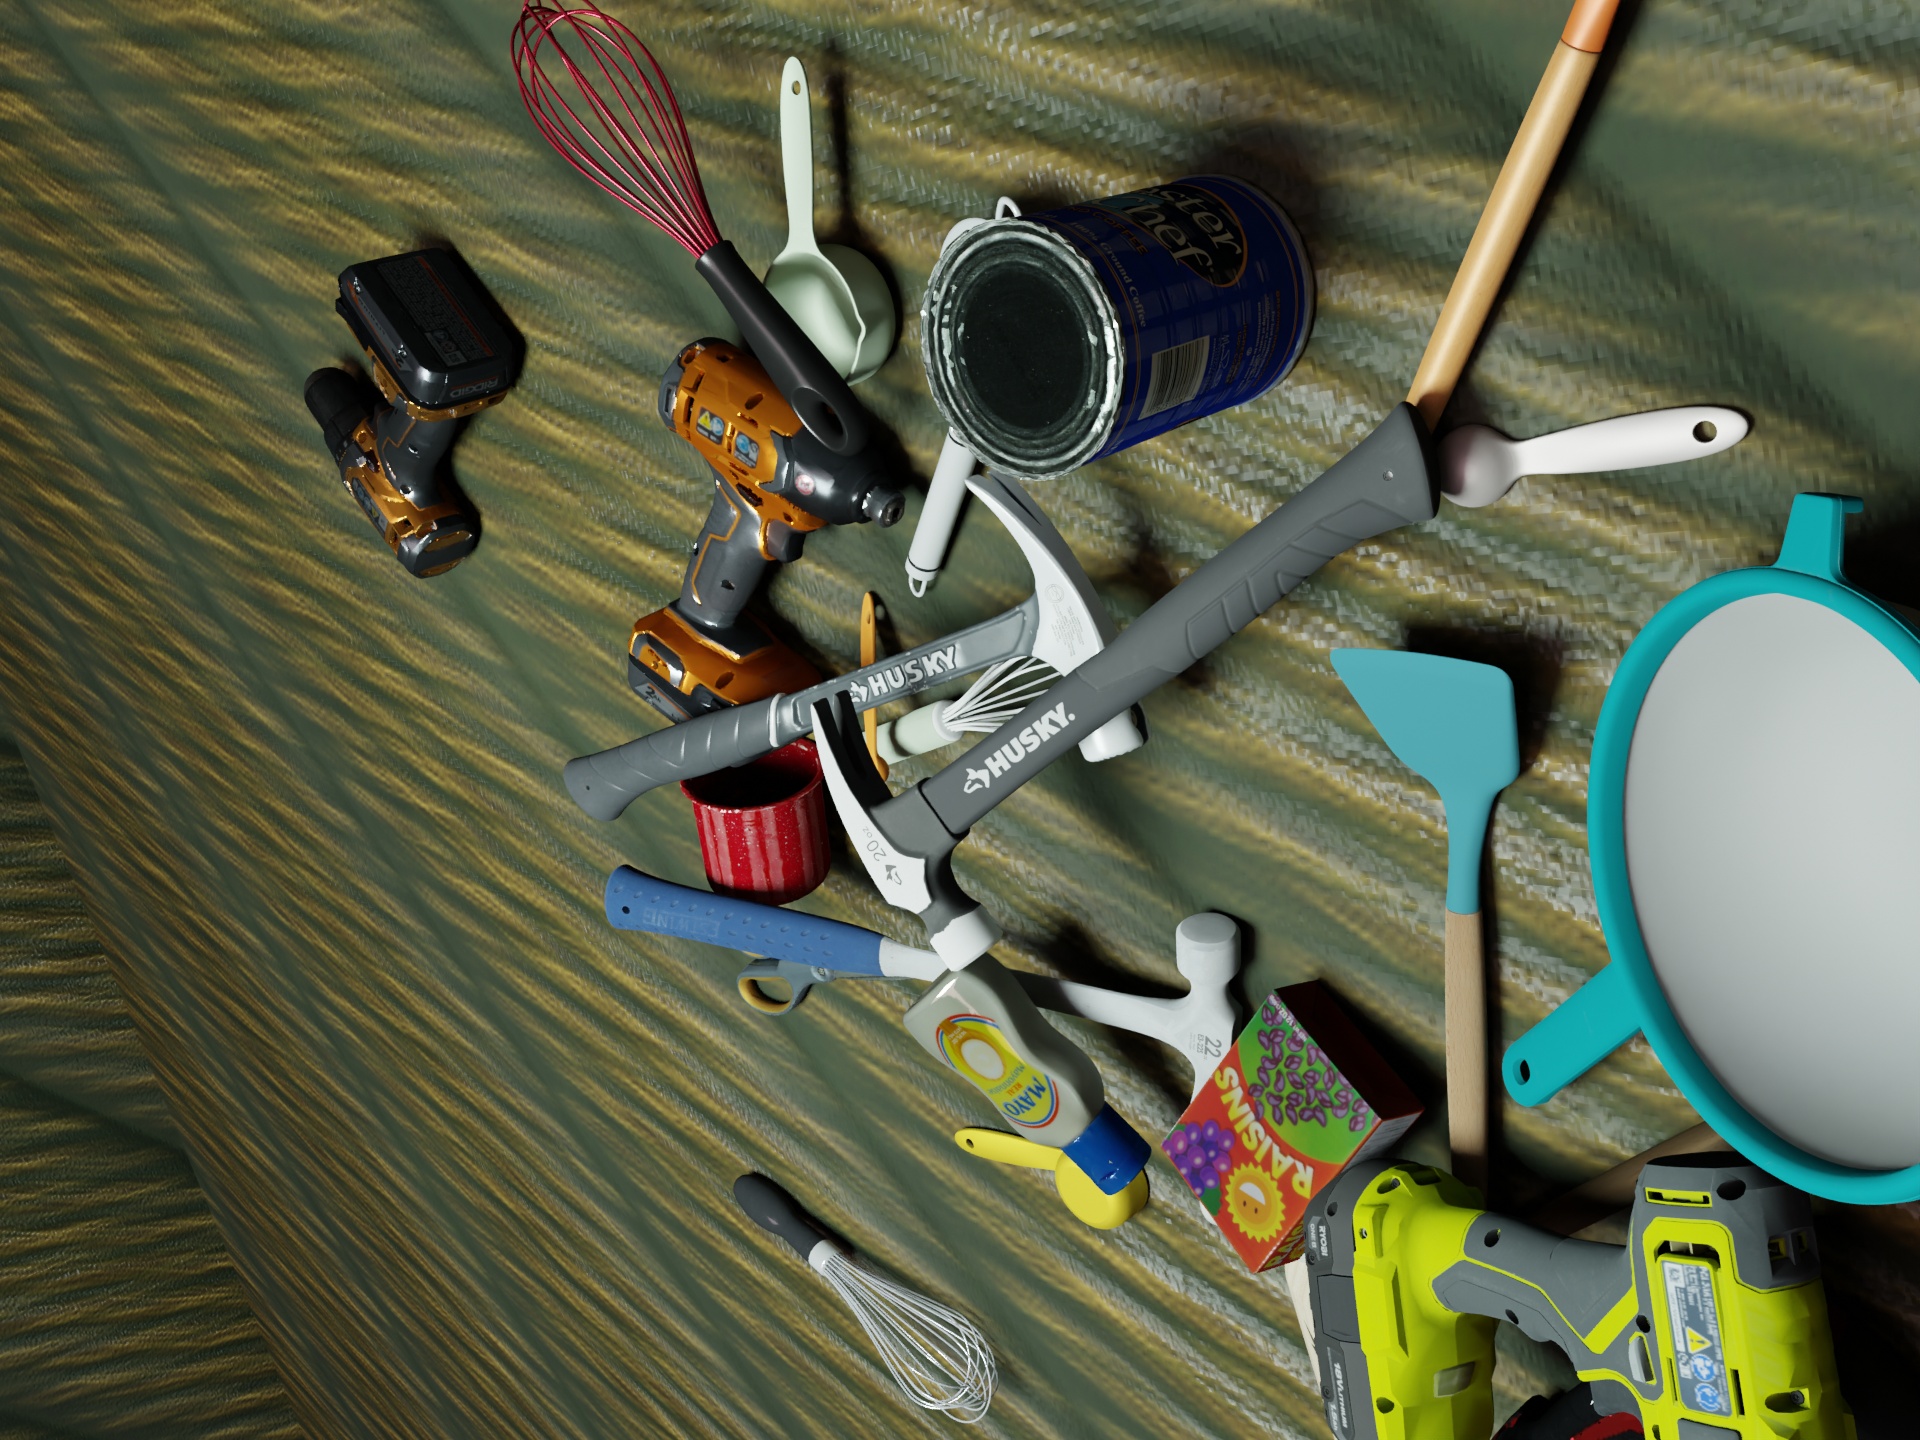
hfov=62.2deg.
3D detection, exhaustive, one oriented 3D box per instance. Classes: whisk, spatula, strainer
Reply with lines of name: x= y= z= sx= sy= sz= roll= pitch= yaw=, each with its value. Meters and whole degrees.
whisk: x=-0.001 y=-0.003 z=0.894 sx=0.246 sy=0.057 sz=0.059 roll=-20 pitch=61 yaw=51
whisk: x=-0.141 y=-0.259 z=0.831 sx=0.296 sy=0.073 sz=0.073 roll=54 pitch=138 yaw=0
spatula: x=0.223 y=0.112 z=0.725 sx=0.082 sy=0.044 sz=0.317 roll=10 pitch=117 yaw=42
spatula: x=0.219 y=-0.222 z=0.577 sx=0.081 sy=0.041 sz=0.322 roll=38 pitch=137 yaw=25
whisk: x=-0.078 y=0.415 z=1.176 sx=0.285 sy=0.070 sz=0.070 roll=27 pitch=128 yaw=39
strainer: x=0.308 y=0.080 z=0.596 sx=0.340 sy=0.095 sz=0.211 roll=100 pitch=161 yaw=-60
strainer: x=0.007 y=-0.155 z=0.806 sx=0.087 sy=0.050 sz=0.258 roll=49 pitch=142 yaw=23

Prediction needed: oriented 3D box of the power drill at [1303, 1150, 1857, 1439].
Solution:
power drill: x=0.252 y=0.267 z=0.664 sx=0.223 sy=0.080 sz=0.171 roll=-19 pitch=72 yaw=58

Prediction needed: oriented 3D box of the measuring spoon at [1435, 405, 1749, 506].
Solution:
measuring spoon: x=0.239 y=-0.104 z=0.618 sx=0.124 sy=0.018 sz=0.034 roll=-3 pitch=108 yaw=44

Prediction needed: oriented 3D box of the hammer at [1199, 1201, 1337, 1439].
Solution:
hammer: x=0.241 y=0.435 z=0.884 sx=0.146 sy=0.038 sz=0.410 roll=-1 pitch=110 yaw=43

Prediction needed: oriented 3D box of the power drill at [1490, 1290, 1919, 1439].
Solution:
power drill: x=0.330 y=0.330 z=0.715 sx=0.143 sy=0.078 sz=0.219 roll=37 pitch=129 yaw=26

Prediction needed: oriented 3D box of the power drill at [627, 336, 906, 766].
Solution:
power drill: x=-0.114 y=-0.088 z=0.931 sx=0.164 sy=0.084 sz=0.226 roll=34 pitch=128 yaw=25

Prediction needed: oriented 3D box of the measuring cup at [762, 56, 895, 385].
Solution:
measuring cup: x=-0.070 y=-0.257 z=0.831 sx=0.083 sy=0.038 sz=0.167 roll=17 pitch=120 yaw=38

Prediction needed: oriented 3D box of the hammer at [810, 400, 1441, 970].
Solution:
hammer: x=0.070 y=-0.027 z=0.712 sx=0.334 sy=0.035 sz=0.146 roll=-38 pitch=84 yaw=28

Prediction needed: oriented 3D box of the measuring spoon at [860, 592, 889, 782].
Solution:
measuring spoon: x=-0.049 y=-0.018 z=0.921 sx=0.021 sy=0.011 sz=0.117 roll=147 pitch=123 yaw=-64

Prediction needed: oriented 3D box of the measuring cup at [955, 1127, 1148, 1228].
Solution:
measuring cup: x=0.047 y=0.281 z=0.997 sx=0.156 sy=0.029 sz=0.062 roll=-1 pitch=109 yaw=43

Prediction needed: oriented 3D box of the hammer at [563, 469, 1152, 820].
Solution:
hammer: x=-0.089 y=-0.010 z=0.872 sx=0.409 sy=0.036 sz=0.149 roll=-18 pitch=96 yaw=39

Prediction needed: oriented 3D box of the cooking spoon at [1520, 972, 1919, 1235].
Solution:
cooking spoon: x=0.314 y=0.178 z=0.669 sx=0.017 sy=0.069 sz=0.318 roll=25 pitch=140 yaw=-5

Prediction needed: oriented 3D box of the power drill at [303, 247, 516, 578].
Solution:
power drill: x=-0.408 y=-0.235 z=1.148 sx=0.185 sy=0.084 sz=0.226 roll=52 pitch=142 yaw=13

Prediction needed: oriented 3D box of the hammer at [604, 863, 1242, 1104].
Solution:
hammer: x=-0.034 y=0.146 z=0.932 sx=0.405 sy=0.035 sz=0.144 roll=9 pitch=119 yaw=25
